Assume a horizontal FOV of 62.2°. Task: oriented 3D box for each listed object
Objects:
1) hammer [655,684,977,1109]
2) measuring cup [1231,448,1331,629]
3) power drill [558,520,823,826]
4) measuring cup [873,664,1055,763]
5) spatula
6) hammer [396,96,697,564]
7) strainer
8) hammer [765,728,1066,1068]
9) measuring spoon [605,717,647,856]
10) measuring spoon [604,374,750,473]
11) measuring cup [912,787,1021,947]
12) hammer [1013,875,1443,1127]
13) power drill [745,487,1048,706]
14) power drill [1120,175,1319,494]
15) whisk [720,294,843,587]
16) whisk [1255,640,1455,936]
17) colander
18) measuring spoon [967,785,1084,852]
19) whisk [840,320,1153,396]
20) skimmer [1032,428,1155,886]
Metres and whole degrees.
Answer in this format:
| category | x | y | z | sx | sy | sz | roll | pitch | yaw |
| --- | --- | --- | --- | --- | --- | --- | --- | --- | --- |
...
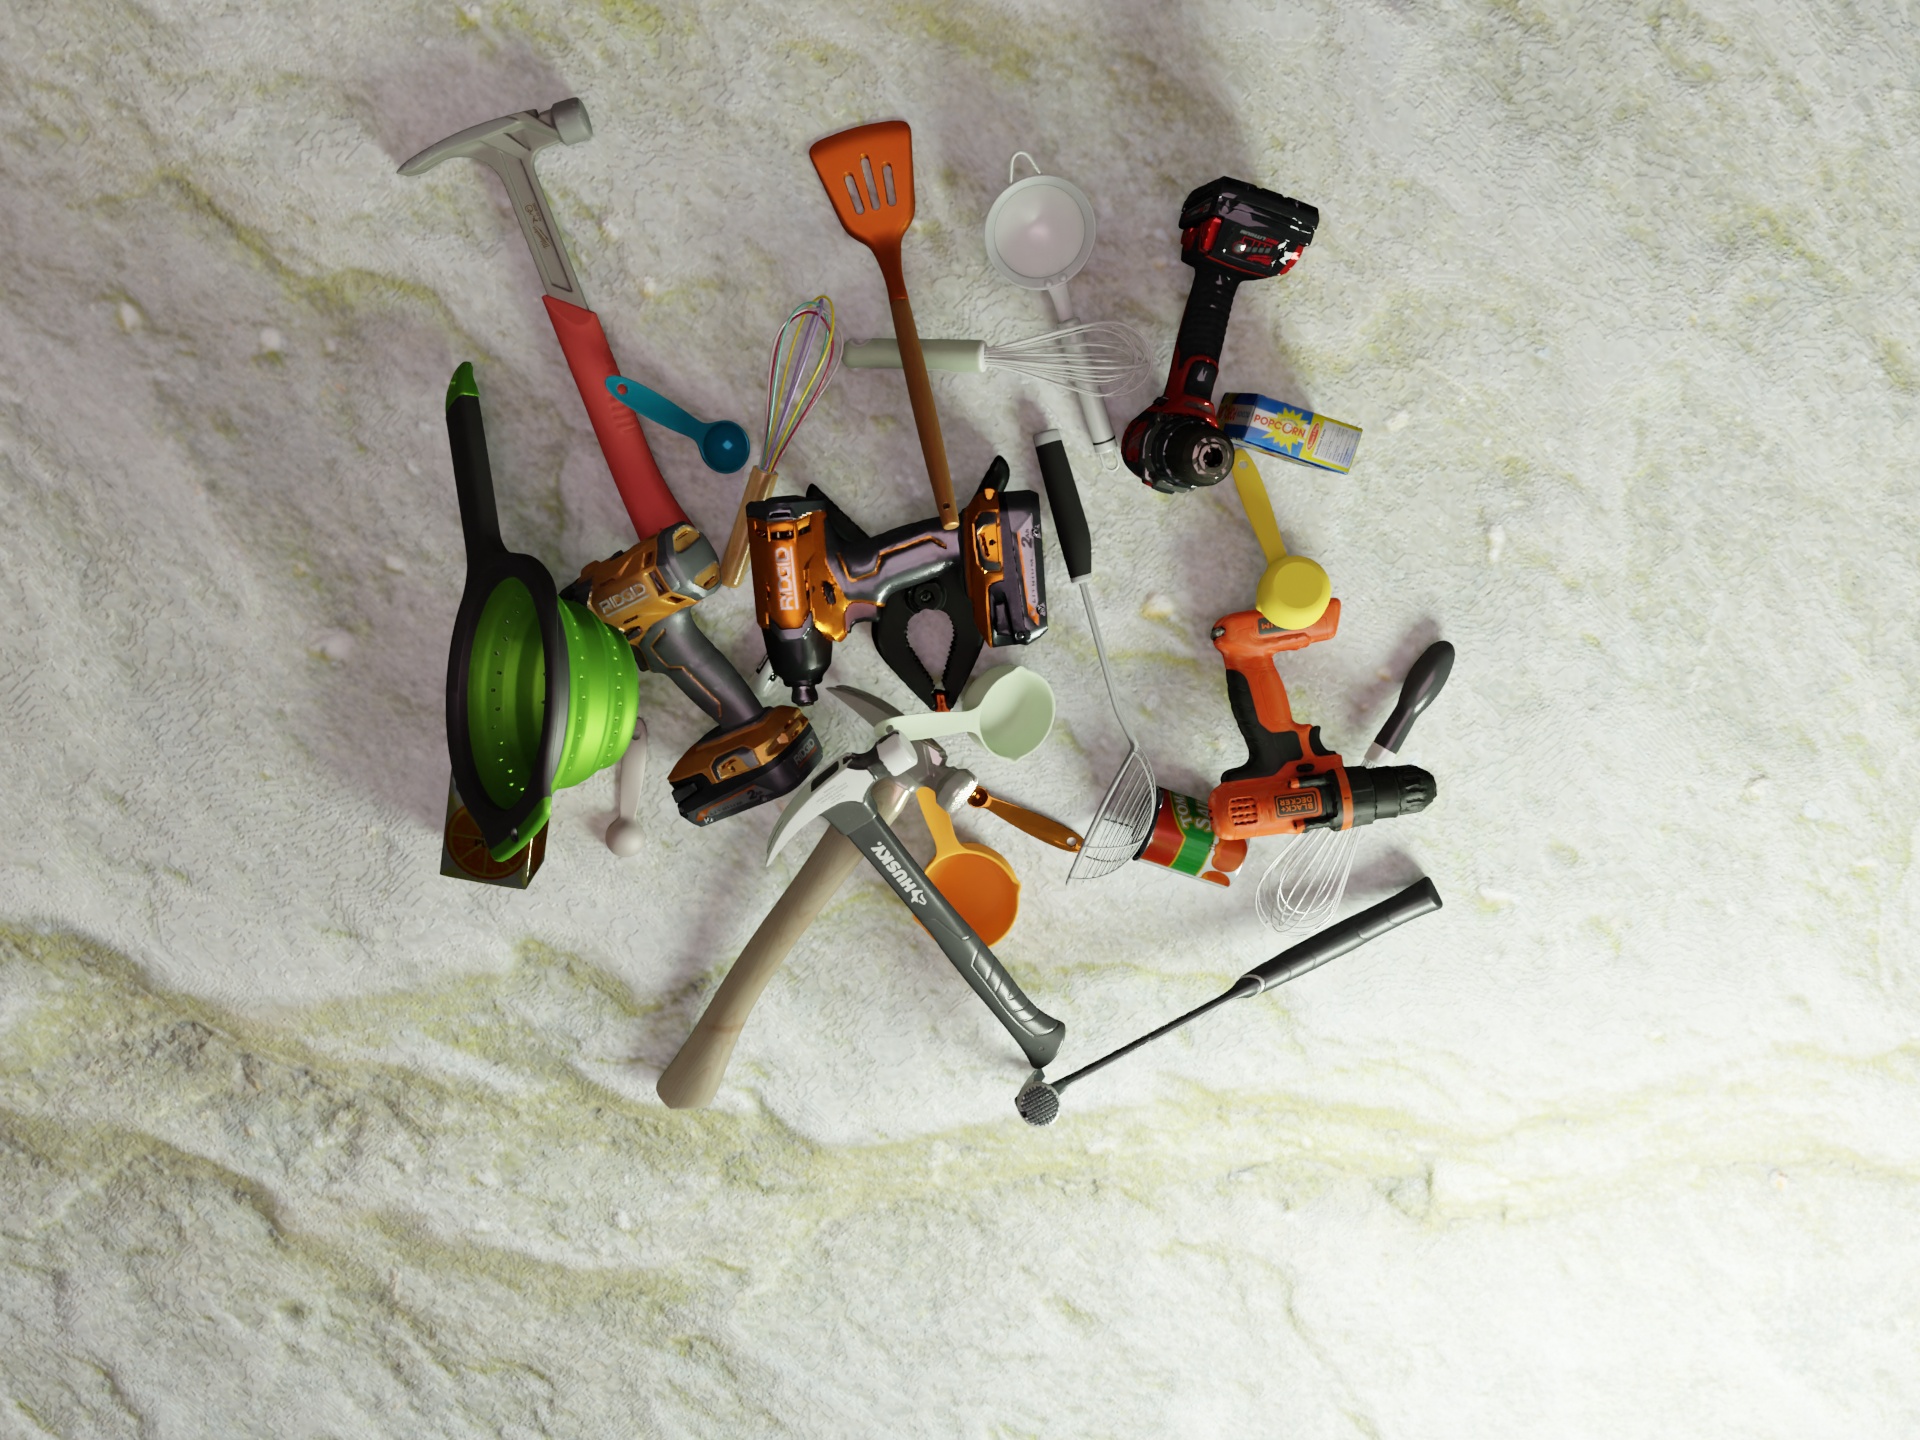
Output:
| category | x | y | z | sx | sy | sz | roll | pitch | yaw |
| --- | --- | --- | --- | --- | --- | --- | --- | --- | --- |
| hammer | -0.153 | 0.164 | 1.350 | 0.146 | 0.038 | 0.410 | 39 | 107 | 14 |
| measuring cup | 0.248 | -0.148 | 1.263 | 0.062 | 0.029 | 0.156 | -19 | 81 | -3 |
| power drill | -0.236 | -0.029 | 1.276 | 0.185 | 0.084 | 0.226 | -21 | 108 | 29 |
| measuring cup | -0.002 | -0.004 | 1.286 | 0.167 | 0.038 | 0.083 | -7 | 108 | -29 |
| spatula | -0.043 | -0.298 | 1.202 | 0.081 | 0.041 | 0.323 | -14 | 77 | 2 |
| hammer | -0.300 | -0.285 | 1.242 | 0.149 | 0.037 | 0.359 | -18 | 104 | 4 |
| strainer | 0.081 | -0.315 | 1.241 | 0.087 | 0.050 | 0.258 | -18 | 110 | 4 |
| hammer | -0.019 | 0.167 | 1.294 | 0.146 | 0.035 | 0.334 | -32 | 114 | 11 |
| measuring spoon | -0.279 | 0.058 | 1.341 | 0.034 | 0.018 | 0.124 | 8 | 104 | -3 |
| measuring spoon | -0.224 | -0.234 | 1.245 | 0.128 | 0.021 | 0.042 | 27 | 81 | -30 |
| measuring cup | -0.007 | 0.108 | 1.345 | 0.095 | 0.052 | 0.173 | -19 | 94 | 6 |
| hammer | 0.230 | 0.236 | 1.358 | 0.409 | 0.149 | 0.036 | -26 | 83 | -4 |
| power drill | -0.048 | -0.098 | 1.235 | 0.226 | 0.084 | 0.164 | -4 | 99 | 2 |
| power drill | 0.188 | -0.277 | 1.179 | 0.080 | 0.188 | 0.226 | 15 | 100 | -9 |
| whisk | -0.146 | -0.217 | 1.255 | 0.047 | 0.051 | 0.245 | 29 | 110 | 21 |
| whisk | 0.335 | 0.057 | 1.335 | 0.070 | 0.070 | 0.284 | 28 | 97 | -8 |
| colander | -0.321 | -0.094 | 1.205 | 0.094 | 0.204 | 0.397 | 2 | 65 | -38 |
| measuring spoon | 0.057 | 0.085 | 1.361 | 0.117 | 0.011 | 0.021 | 26 | 103 | -11 |
| whisk | 0.025 | -0.279 | 1.224 | 0.246 | 0.058 | 0.059 | 4 | 122 | 14 |
| skimmer | 0.085 | -0.049 | 1.289 | 0.090 | 0.127 | 0.363 | -14 | 94 | 13 |
